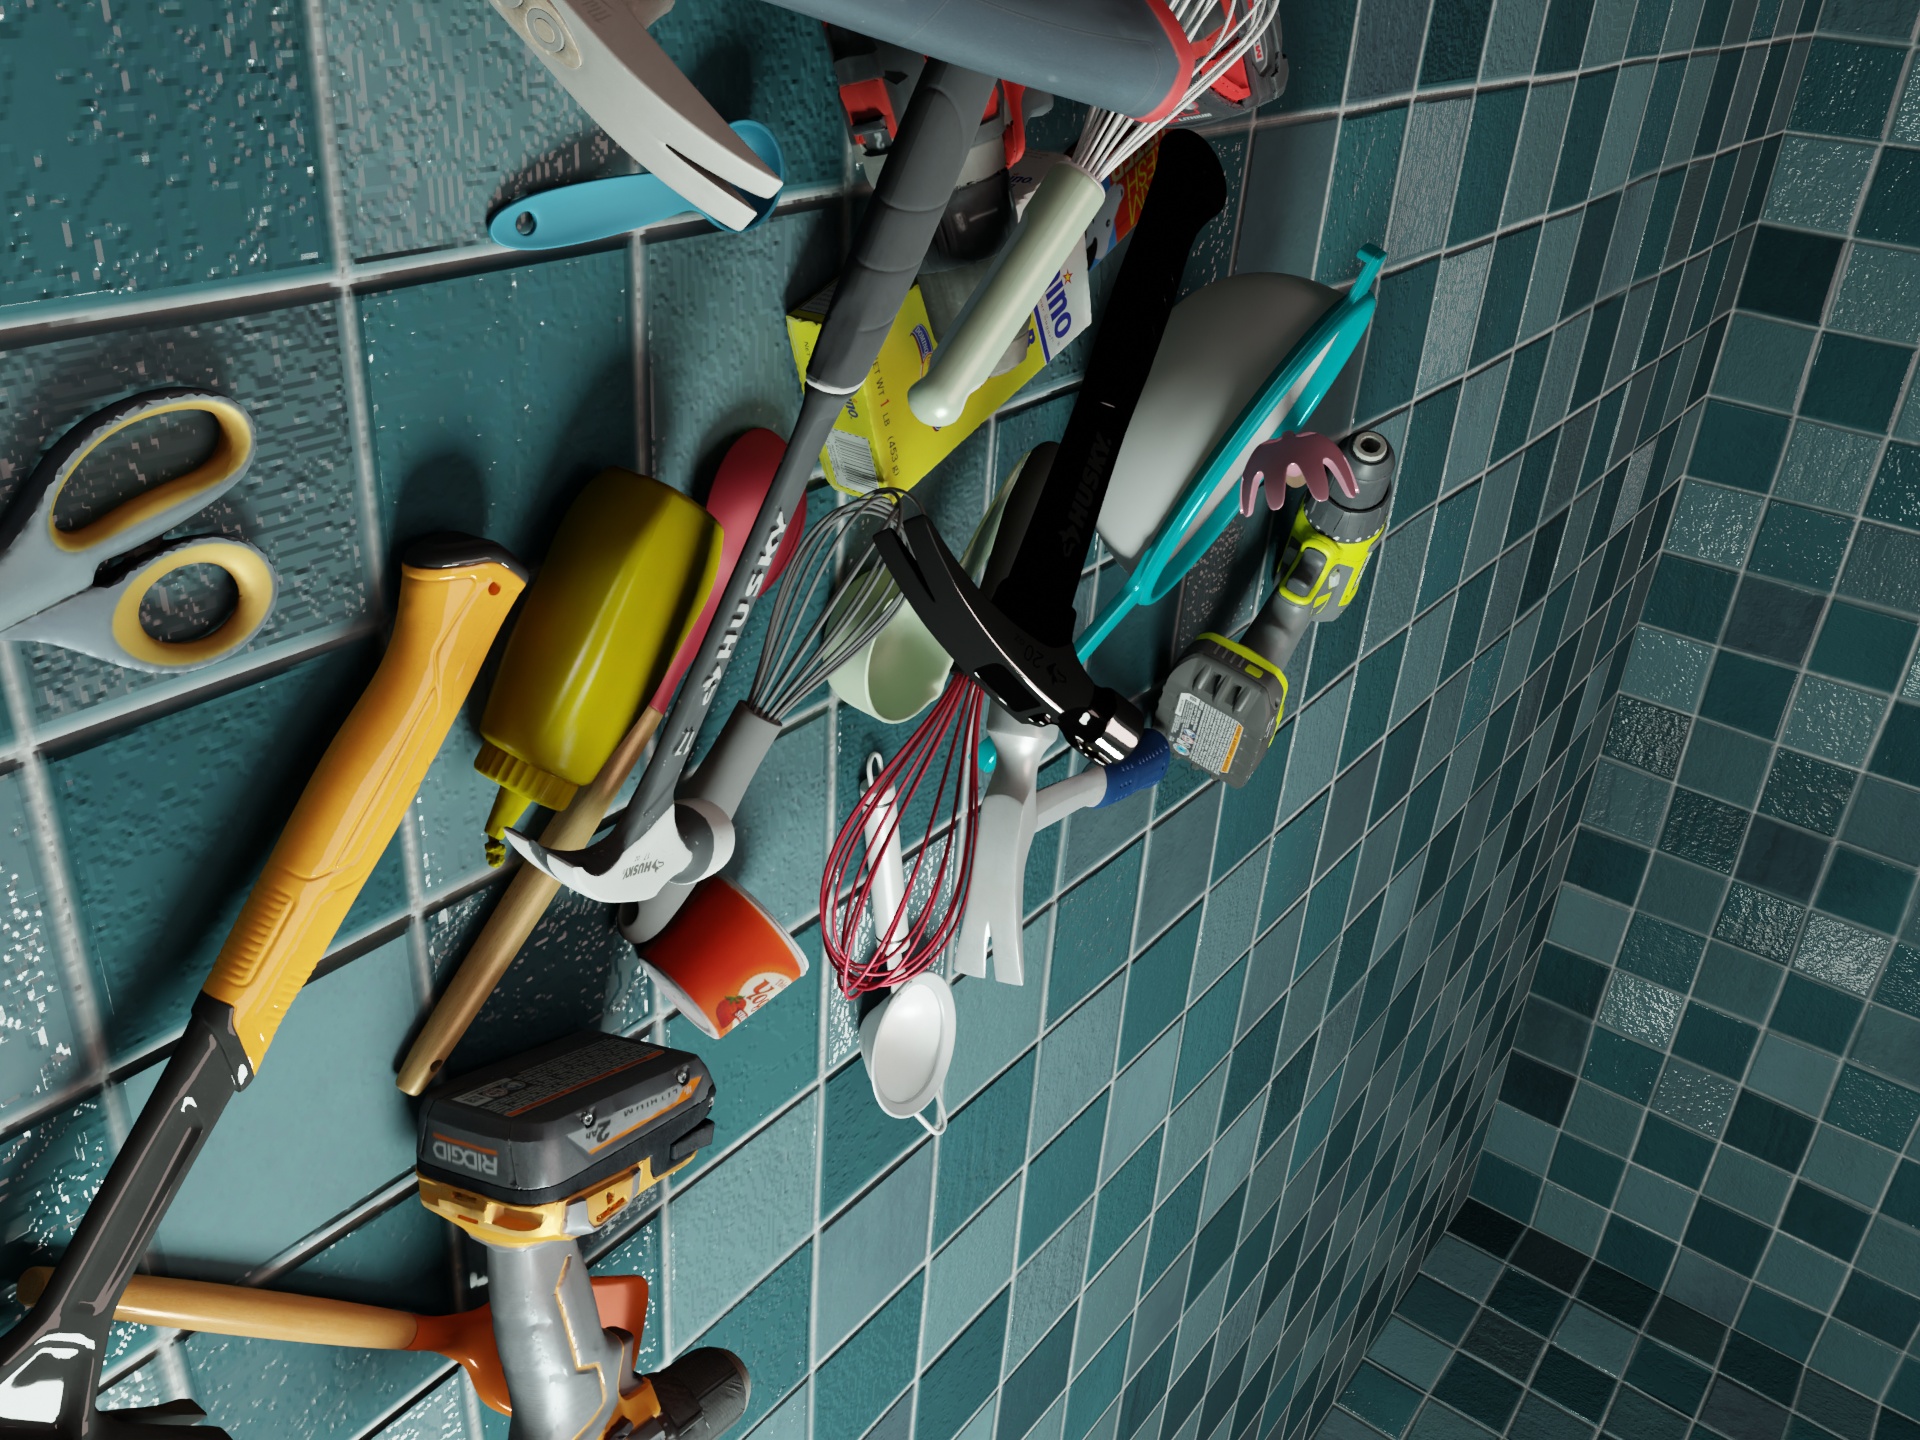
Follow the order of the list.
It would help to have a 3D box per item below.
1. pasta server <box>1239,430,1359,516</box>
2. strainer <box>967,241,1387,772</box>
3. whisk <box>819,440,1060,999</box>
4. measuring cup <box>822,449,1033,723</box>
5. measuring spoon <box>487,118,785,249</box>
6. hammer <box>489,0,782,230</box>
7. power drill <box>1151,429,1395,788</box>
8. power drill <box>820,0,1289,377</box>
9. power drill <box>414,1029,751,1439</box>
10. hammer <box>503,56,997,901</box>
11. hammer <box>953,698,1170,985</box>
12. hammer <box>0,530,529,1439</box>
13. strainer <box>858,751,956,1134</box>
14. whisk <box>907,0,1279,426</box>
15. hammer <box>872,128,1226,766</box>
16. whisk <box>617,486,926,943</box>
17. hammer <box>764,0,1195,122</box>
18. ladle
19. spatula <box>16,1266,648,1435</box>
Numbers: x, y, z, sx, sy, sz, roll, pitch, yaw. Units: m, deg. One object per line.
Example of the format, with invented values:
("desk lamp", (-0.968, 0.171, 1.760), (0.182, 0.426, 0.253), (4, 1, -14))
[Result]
("pasta server", (0.197, -0.142, 0.932), (0.316, 0.060, 0.040), (-27, 107, -76))
("strainer", (0.092, -0.126, 0.889), (0.340, 0.095, 0.211), (-50, 172, -7))
("whisk", (-0.001, -0.003, 0.784), (0.073, 0.073, 0.296), (34, 74, -59))
("measuring cup", (-0.014, -0.076, 0.808), (0.168, 0.038, 0.083), (-58, 149, -19))
("measuring spoon", (-0.121, -0.195, 0.585), (0.128, 0.021, 0.042), (-27, 133, -36))
("hammer", (-0.013, -0.341, 0.576), (0.146, 0.038, 0.411), (46, 58, -15))
("power drill", (0.229, -0.082, 1.117), (0.228, 0.080, 0.190), (-54, 165, -22))
("power drill", (0.044, -0.269, 0.688), (0.227, 0.080, 0.187), (-35, 121, -34))
("power drill", (-0.157, 0.258, 0.709), (0.185, 0.084, 0.226), (-10, 104, -60))
("hammer", (-0.057, -0.113, 0.593), (0.409, 0.036, 0.149), (-66, 167, 9))
("hammer", (0.072, 0.044, 0.914), (0.405, 0.035, 0.144), (-11, 111, -74))
("hammer", (-0.234, 0.090, 0.548), (0.127, 0.034, 0.337), (38, 73, -51))
("strainer", (-0.039, 0.129, 0.903), (0.087, 0.050, 0.258), (-40, 135, -47))
("whisk", (0.051, -0.221, 0.632), (0.246, 0.059, 0.058), (-57, -171, -4))
("hammer", (0.066, -0.155, 0.745), (0.146, 0.035, 0.335), (36, 59, -29))
("whisk", (-0.087, 0.000, 0.707), (0.239, 0.055, 0.055), (-58, 151, 7))
("hammer", (-0.082, -0.214, 0.447), (0.386, 0.038, 0.143), (1, 92, -37))
("ladle", (-0.147, 0.015, 0.669), (0.315, 0.031, 0.069), (-60, 152, -10))
("spatula", (-0.240, 0.252, 0.659), (0.322, 0.041, 0.081), (46, 52, -56))
